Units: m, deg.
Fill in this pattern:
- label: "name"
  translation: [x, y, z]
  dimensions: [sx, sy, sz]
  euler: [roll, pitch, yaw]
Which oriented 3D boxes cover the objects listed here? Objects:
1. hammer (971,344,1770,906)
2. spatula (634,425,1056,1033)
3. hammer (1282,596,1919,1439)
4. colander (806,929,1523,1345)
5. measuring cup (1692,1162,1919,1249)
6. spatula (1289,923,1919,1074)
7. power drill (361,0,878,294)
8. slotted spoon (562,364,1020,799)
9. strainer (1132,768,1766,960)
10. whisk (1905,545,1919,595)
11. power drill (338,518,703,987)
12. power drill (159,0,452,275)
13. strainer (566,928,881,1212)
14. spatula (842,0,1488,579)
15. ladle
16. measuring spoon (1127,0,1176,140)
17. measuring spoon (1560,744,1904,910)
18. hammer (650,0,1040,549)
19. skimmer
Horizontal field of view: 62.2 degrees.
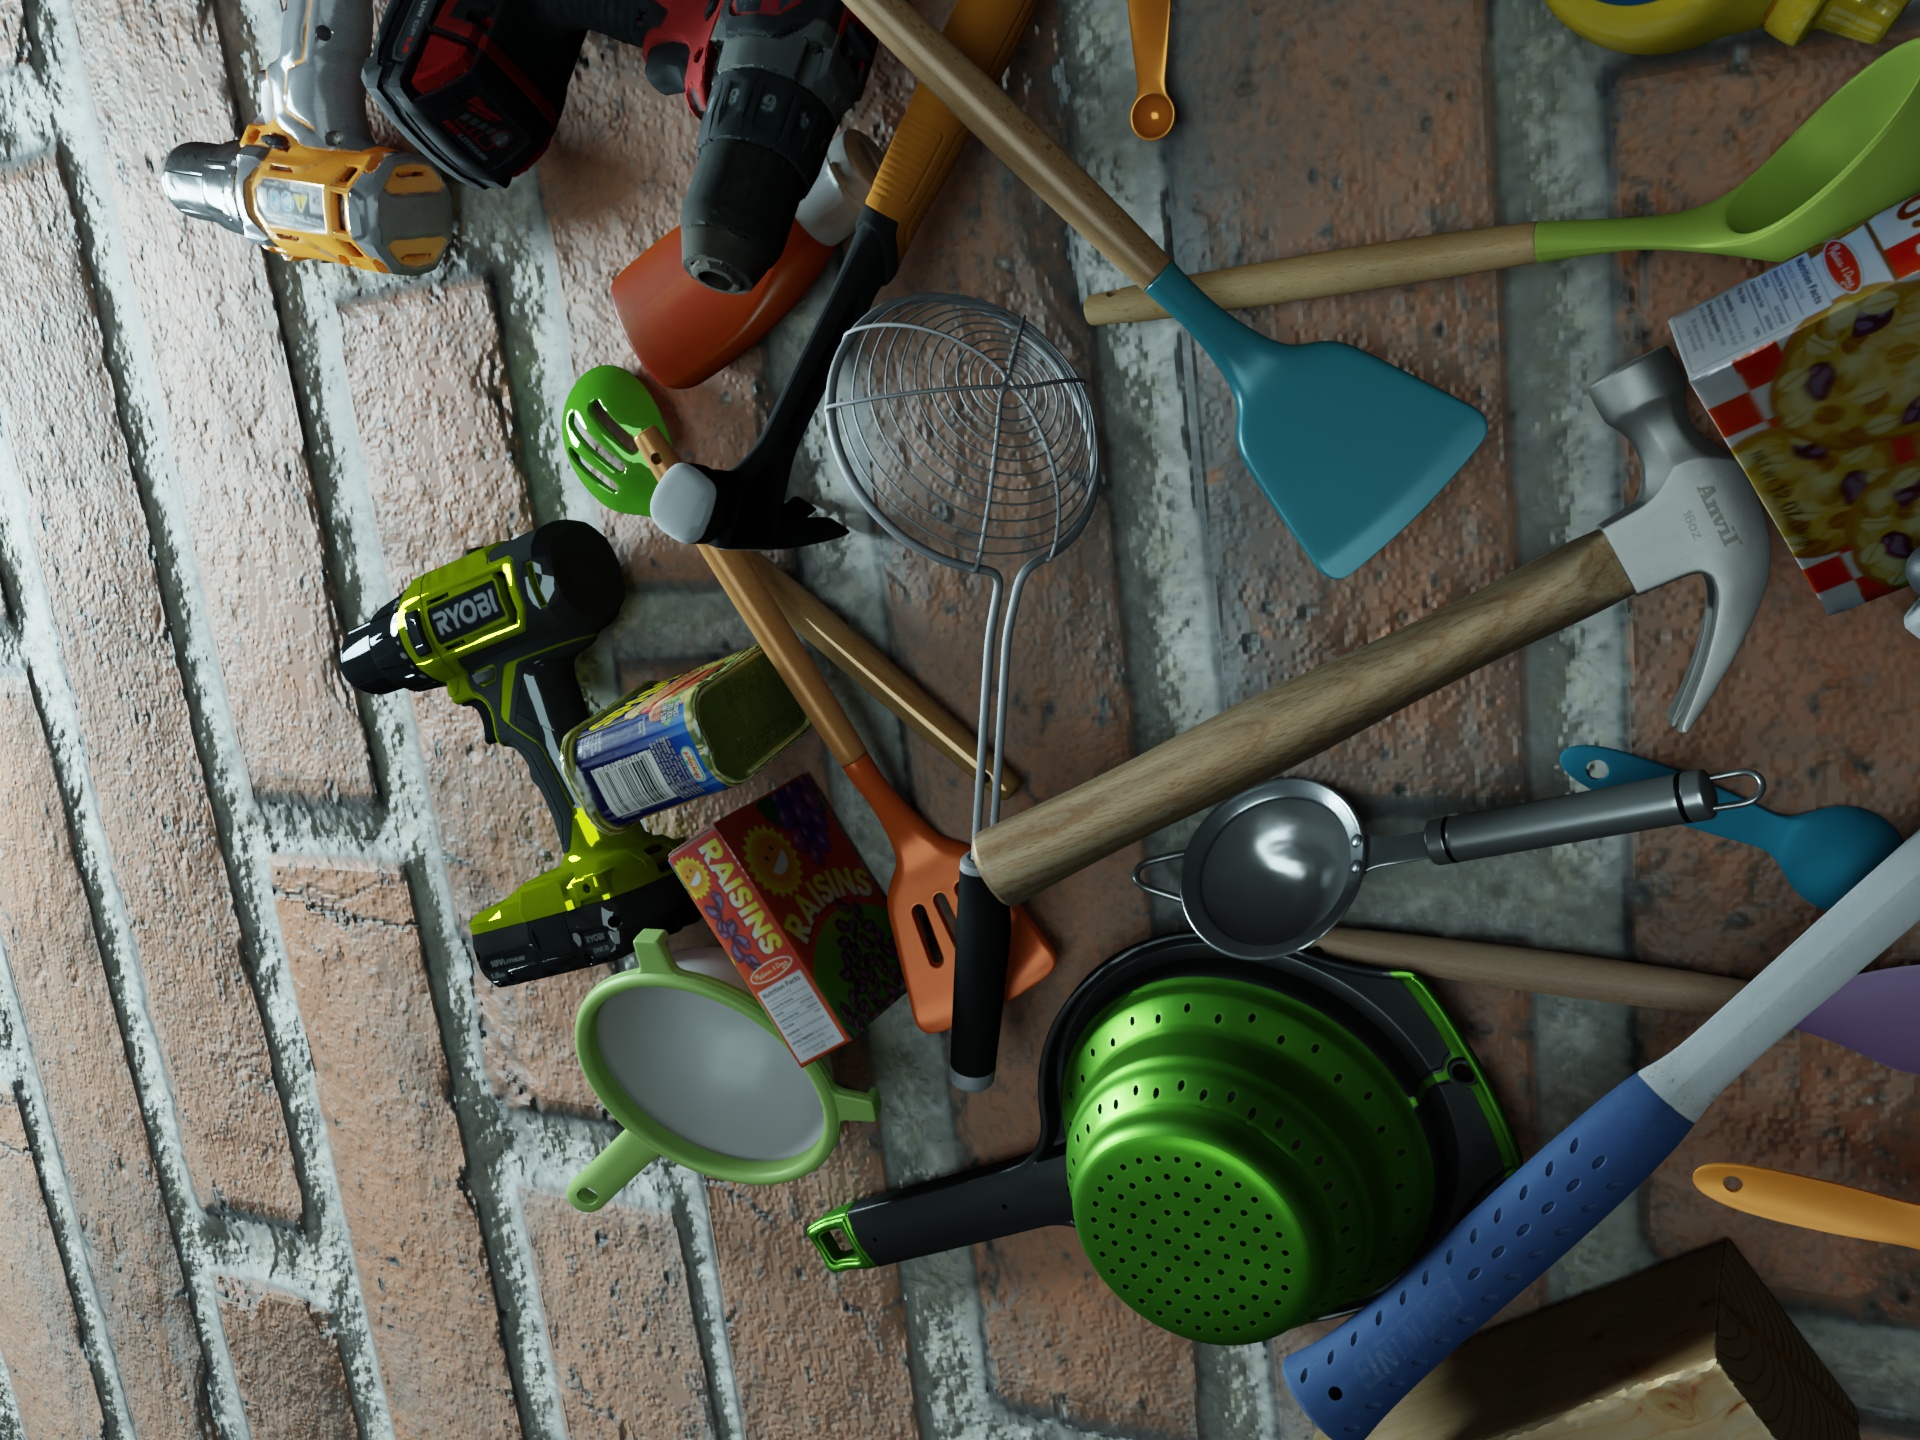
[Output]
- label: "hammer"
  translation: [0.151, -0.006, 0.632]
  dimensions: [0.331, 0.031, 0.130]
  euler: [-29, 91, 19]
- label: "spatula"
  translation: [-0.065, 0.001, 0.766]
  dimensions: [0.081, 0.041, 0.322]
  euler: [-30, 100, 15]
- label: "hammer"
  translation: [0.276, 0.138, 0.592]
  dimensions: [0.144, 0.035, 0.405]
  euler: [44, 108, 15]
- label: "colander"
  translation: [0.055, 0.234, 0.749]
  dimensions: [0.397, 0.094, 0.204]
  euler: [-26, 97, 34]
- label: "measuring cup"
  translation: [0.371, 0.179, 0.594]
  dimensions: [0.174, 0.052, 0.095]
  euler: [6, 107, 29]
- label: "spatula"
  translation: [0.287, 0.106, 0.635]
  dimensions: [0.316, 0.018, 0.059]
  euler: [4, 123, 28]
- label: "power drill"
  translation: [-0.144, -0.276, 0.687]
  dimensions: [0.227, 0.080, 0.188]
  euler: [10, 77, 25]
- label: "slotted spoon"
  translation: [-0.091, -0.067, 0.788]
  dimensions: [0.314, 0.031, 0.070]
  euler: [41, 123, 11]
- label: "strainer"
  translation: [0.189, 0.052, 0.645]
  dimensions: [0.258, 0.087, 0.050]
  euler: [-16, 141, 38]
- label: "whisk"
  translation: [0.440, -0.002, 0.486]
  dimensions: [0.285, 0.070, 0.070]
  euler: [21, 114, 17]
- label: "power drill"
  translation: [-0.243, 0.022, 0.869]
  dimensions: [0.190, 0.080, 0.228]
  euler: [-17, 93, 31]
- label: "power drill"
  translation: [-0.350, -0.353, 0.818]
  dimensions: [0.185, 0.084, 0.226]
  euler: [16, 116, 25]
- label: "strainer"
  translation: [-0.151, 0.201, 0.879]
  dimensions: [0.151, 0.069, 0.256]
  euler: [38, 131, -6]
- label: "spatula"
  translation: [0.058, -0.189, 0.606]
  dimensions: [0.317, 0.044, 0.082]
  euler: [42, 105, -4]
- label: "ladle"
  translation: [0.184, -0.184, 0.588]
  dimensions: [0.320, 0.078, 0.062]
  euler: [1, 132, 34]
- label: "measuring spoon"
  translation: [0.078, -0.294, 0.640]
  dimensions: [0.021, 0.011, 0.117]
  euler: [3, 103, 28]
- label: "measuring spoon"
  translation: [0.293, 0.039, 0.610]
  dimensions: [0.129, 0.021, 0.042]
  euler: [22, 114, 19]
- label: "hammer"
  translation: [-0.020, -0.222, 0.675]
  dimensions: [0.034, 0.127, 0.336]
  euler: [35, 108, 17]
- label: "skimmer"
  translation: [-0.001, -0.002, 0.718]
  dimensions: [0.090, 0.127, 0.363]
  euler: [35, 130, 50]
